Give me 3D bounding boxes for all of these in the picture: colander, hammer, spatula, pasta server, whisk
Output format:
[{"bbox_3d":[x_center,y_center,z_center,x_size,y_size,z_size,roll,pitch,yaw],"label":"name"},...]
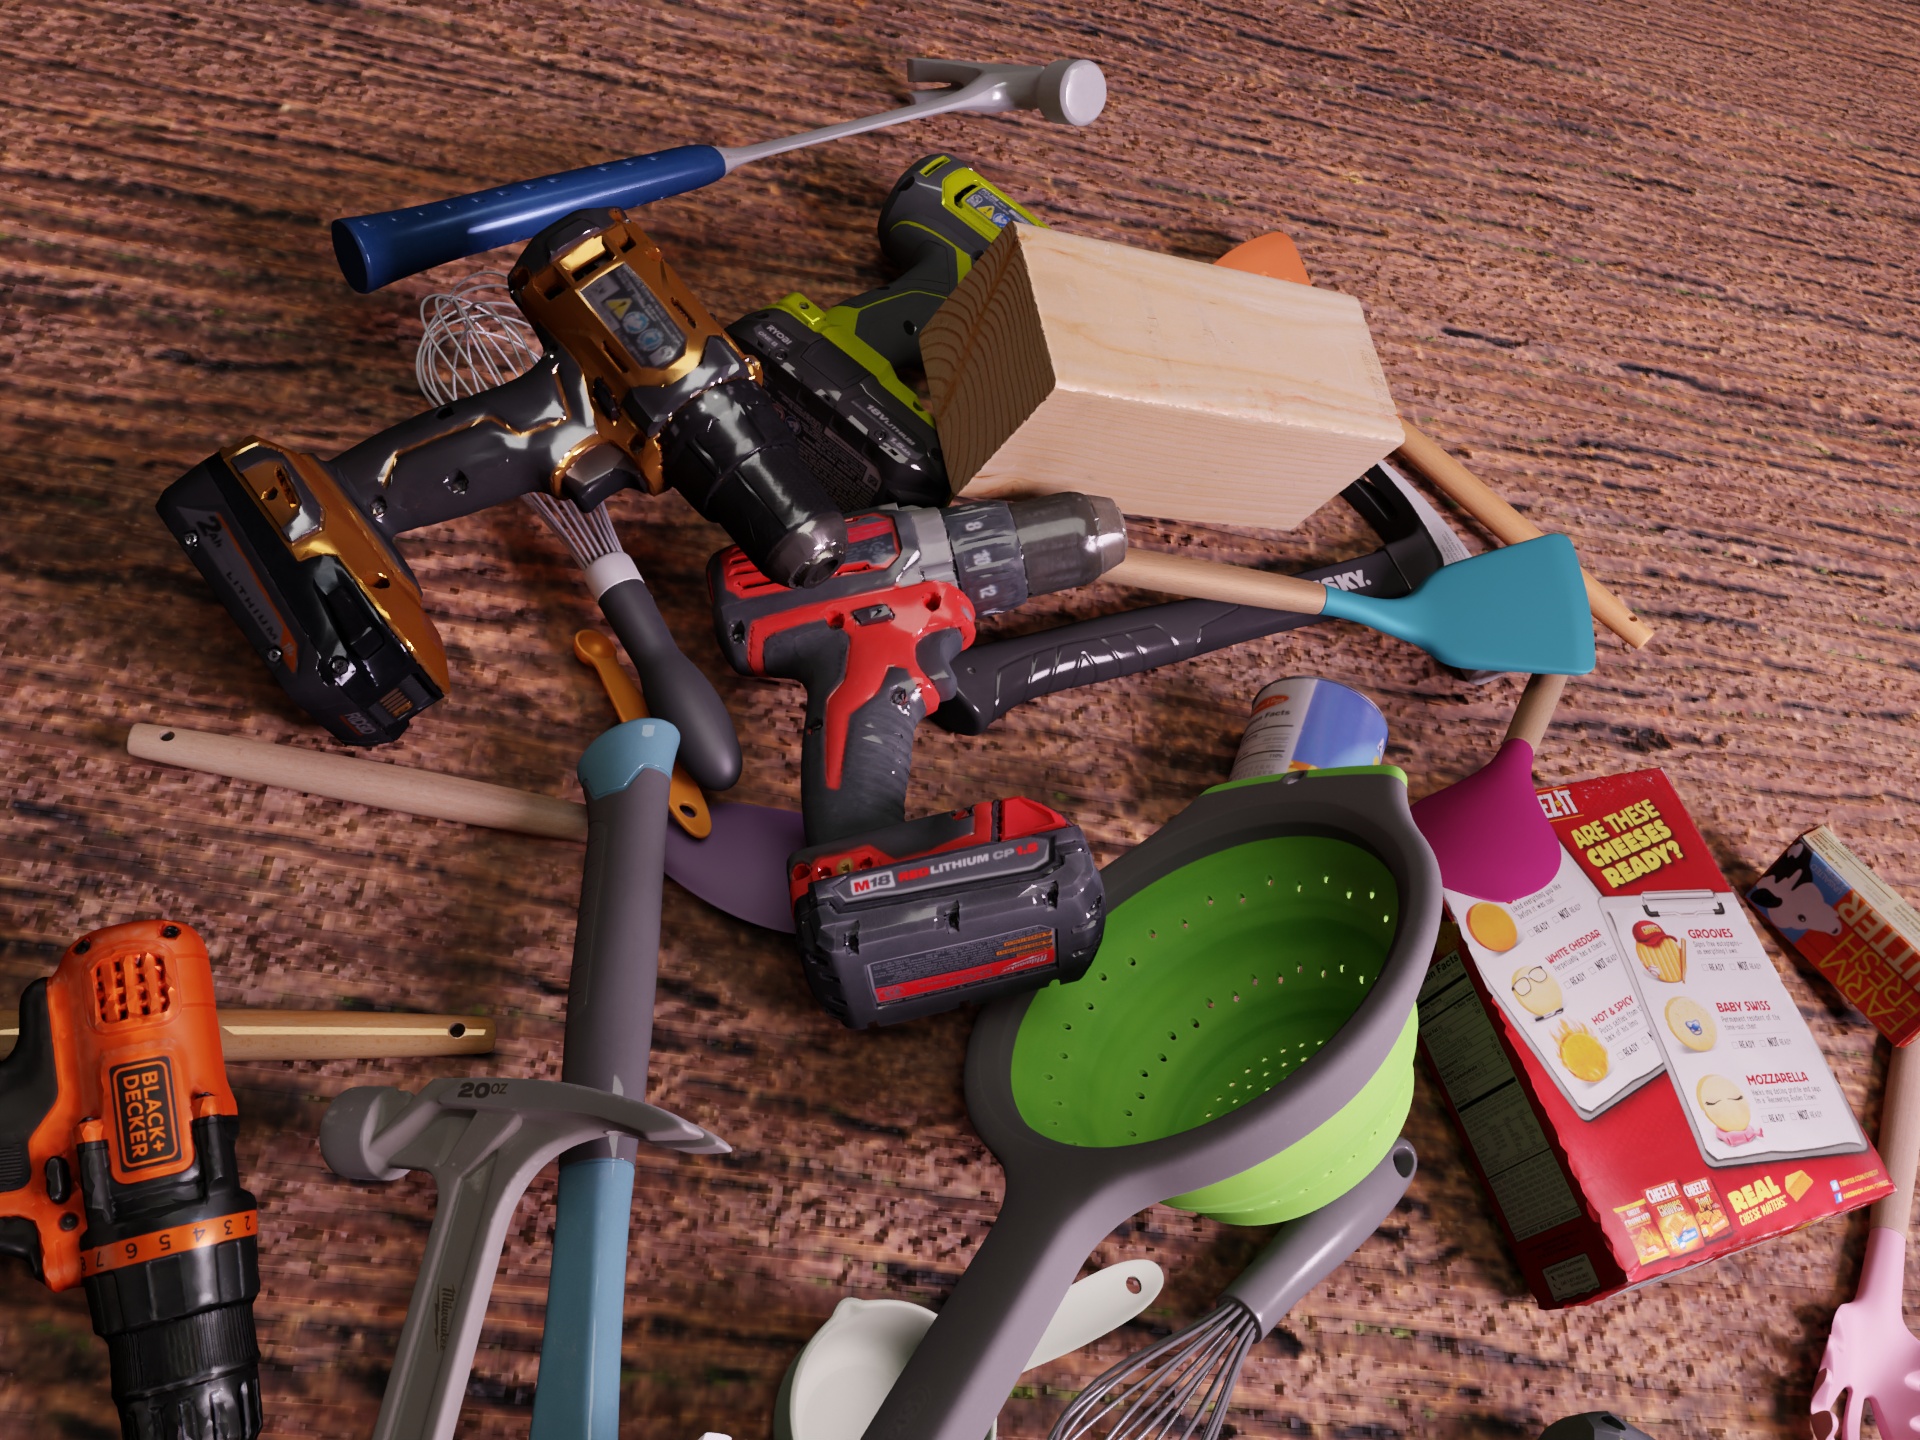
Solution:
[{"bbox_3d":[0.067,0.179,0.579,0.094,0.204,0.397,55,52,-21],"label":"colander"},{"bbox_3d":[0.126,-0.055,0.806,0.334,0.035,0.146,-14,66,-26],"label":"hammer"},{"bbox_3d":[-0.128,0.145,0.560,0.128,0.033,0.331,-17,54,20],"label":"hammer"},{"bbox_3d":[-0.173,0.041,0.653,0.315,0.018,0.060,13,52,-13],"label":"spatula"},{"bbox_3d":[0.444,0.217,0.749,0.060,0.040,0.316,26,53,11],"label":"pasta server"},{"bbox_3d":[0.157,-0.070,0.779,0.317,0.044,0.082,7,63,-14],"label":"spatula"},{"bbox_3d":[0.269,-0.158,0.908,0.081,0.041,0.323,-34,71,-33],"label":"spatula"},{"bbox_3d":[0.112,0.234,0.619,0.239,0.055,0.055,-30,73,-36],"label":"whisk"},{"bbox_3d":[-0.121,-0.289,0.818,0.405,0.035,0.144,-26,34,-29],"label":"hammer"},{"bbox_3d":[-0.169,0.282,0.452,0.149,0.036,0.359,-3,62,25],"label":"hammer"},{"bbox_3d":[-0.167,-0.088,0.705,0.070,0.070,0.285,-22,69,-29],"label":"whisk"}]

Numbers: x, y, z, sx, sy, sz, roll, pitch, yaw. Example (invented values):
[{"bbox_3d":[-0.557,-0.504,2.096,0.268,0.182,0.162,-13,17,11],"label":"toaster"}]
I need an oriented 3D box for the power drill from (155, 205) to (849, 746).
[{"bbox_3d":[-0.173,-0.083,0.641,0.226,0.084,0.185,-37,78,-13],"label":"power drill"}]

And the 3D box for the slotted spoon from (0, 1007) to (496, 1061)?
[{"bbox_3d":[-0.325,0.108,0.555,0.313,0.031,0.070,4,64,-19],"label":"slotted spoon"}]

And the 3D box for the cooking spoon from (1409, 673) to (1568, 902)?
[{"bbox_3d":[0.275,0.004,0.774,0.069,0.017,0.319,18,32,21],"label":"cooking spoon"}]

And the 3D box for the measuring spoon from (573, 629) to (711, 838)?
[{"bbox_3d":[-0.138,0.006,0.683,0.021,0.011,0.117,-5,52,-48],"label":"measuring spoon"}]

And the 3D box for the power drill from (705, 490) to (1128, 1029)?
[{"bbox_3d":[-0.001,-0.002,0.666,0.188,0.080,0.227,-12,56,-4],"label":"power drill"}]

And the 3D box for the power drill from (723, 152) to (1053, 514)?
[{"bbox_3d":[-0.001,-0.184,0.817,0.190,0.080,0.228,39,53,6],"label":"power drill"}]

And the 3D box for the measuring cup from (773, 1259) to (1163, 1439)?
[{"bbox_3d":[0.007,0.240,0.587,0.167,0.038,0.083,-13,62,-36],"label":"measuring cup"}]

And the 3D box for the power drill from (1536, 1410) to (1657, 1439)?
[{"bbox_3d":[0.270,0.389,0.561,0.171,0.080,0.223,30,52,1],"label":"power drill"}]
